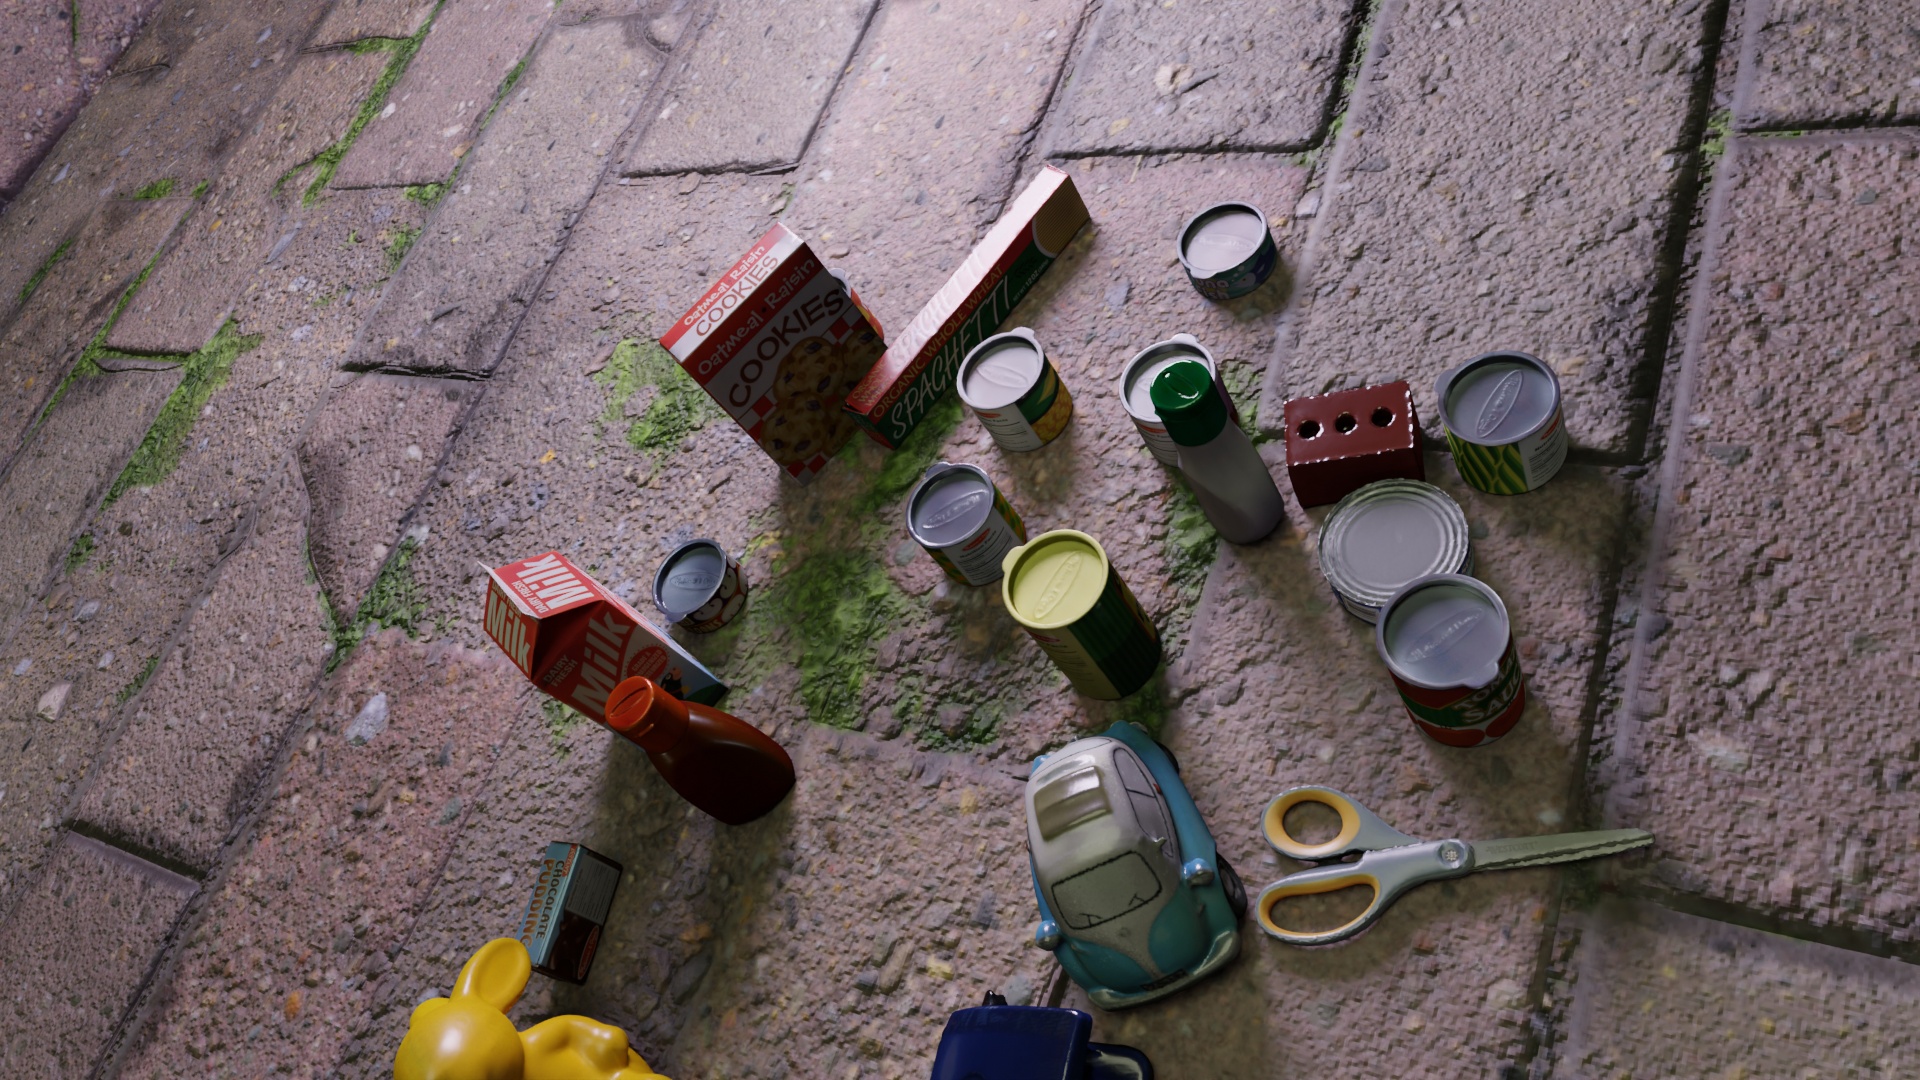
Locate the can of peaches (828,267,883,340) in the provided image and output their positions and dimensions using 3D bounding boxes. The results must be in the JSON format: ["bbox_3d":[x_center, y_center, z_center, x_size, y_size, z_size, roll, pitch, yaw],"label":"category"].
[{"bbox_3d":[-0.102,-0.173,1.113,0.071,0.058,0.071,-14,55,21],"label":"can of peaches"}]

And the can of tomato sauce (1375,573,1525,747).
[{"bbox_3d":[0.266,0.067,0.744,0.071,0.083,0.071,-14,55,21],"label":"can of tomato sauce"}]

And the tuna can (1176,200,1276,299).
[{"bbox_3d":[0.190,-0.205,0.993,0.071,0.032,0.071,-14,55,21],"label":"tuna can"}]

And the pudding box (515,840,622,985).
[{"bbox_3d":[-0.265,0.250,0.935,0.030,0.049,0.084,-2,60,28],"label":"pudding box"}]

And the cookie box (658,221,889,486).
[{"bbox_3d":[-0.127,-0.135,1.031,0.123,0.167,0.040,-46,50,-5],"label":"cookie box"}]

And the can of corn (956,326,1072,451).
[{"bbox_3d":[0.041,-0.108,0.994,0.071,0.058,0.071,-14,55,21],"label":"can of corn"}]

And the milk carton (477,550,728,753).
[{"bbox_3d":[-0.251,0.074,0.949,0.072,0.190,0.073,34,80,39],"label":"milk carton"}]

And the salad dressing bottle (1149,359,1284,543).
[{"bbox_3d":[0.154,-0.052,0.839,0.044,0.147,0.064,-44,50,-2],"label":"salad dressing bottle"}]

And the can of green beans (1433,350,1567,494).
[{"bbox_3d":[0.320,-0.069,0.818,0.071,0.057,0.071,-14,55,21],"label":"can of green beans"}]

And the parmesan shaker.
[{"bbox_3d":[0.074,0.046,0.848,0.071,0.102,0.071,-14,55,21],"label":"parmesan shaker"}]

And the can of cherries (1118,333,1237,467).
[{"bbox_3d":[0.148,-0.093,0.927,0.071,0.058,0.072,-14,55,21],"label":"can of cherries"}]

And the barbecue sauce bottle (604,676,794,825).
[{"bbox_3d":[-0.169,0.134,0.893,0.065,0.148,0.044,-37,50,3],"label":"barbecue sauce bottle"}]

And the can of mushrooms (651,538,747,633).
[{"bbox_3d":[-0.197,0.037,1.046,0.071,0.033,0.071,-14,55,21],"label":"can of mushrooms"}]

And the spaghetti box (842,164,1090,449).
[{"bbox_3d":[0.007,-0.178,1.063,0.029,0.050,0.250,32,79,39],"label":"spaghetti box"}]

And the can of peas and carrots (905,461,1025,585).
[{"bbox_3d":[0.003,-0.012,0.952,0.071,0.058,0.071,-14,55,21],"label":"can of peas and carrots"}]
